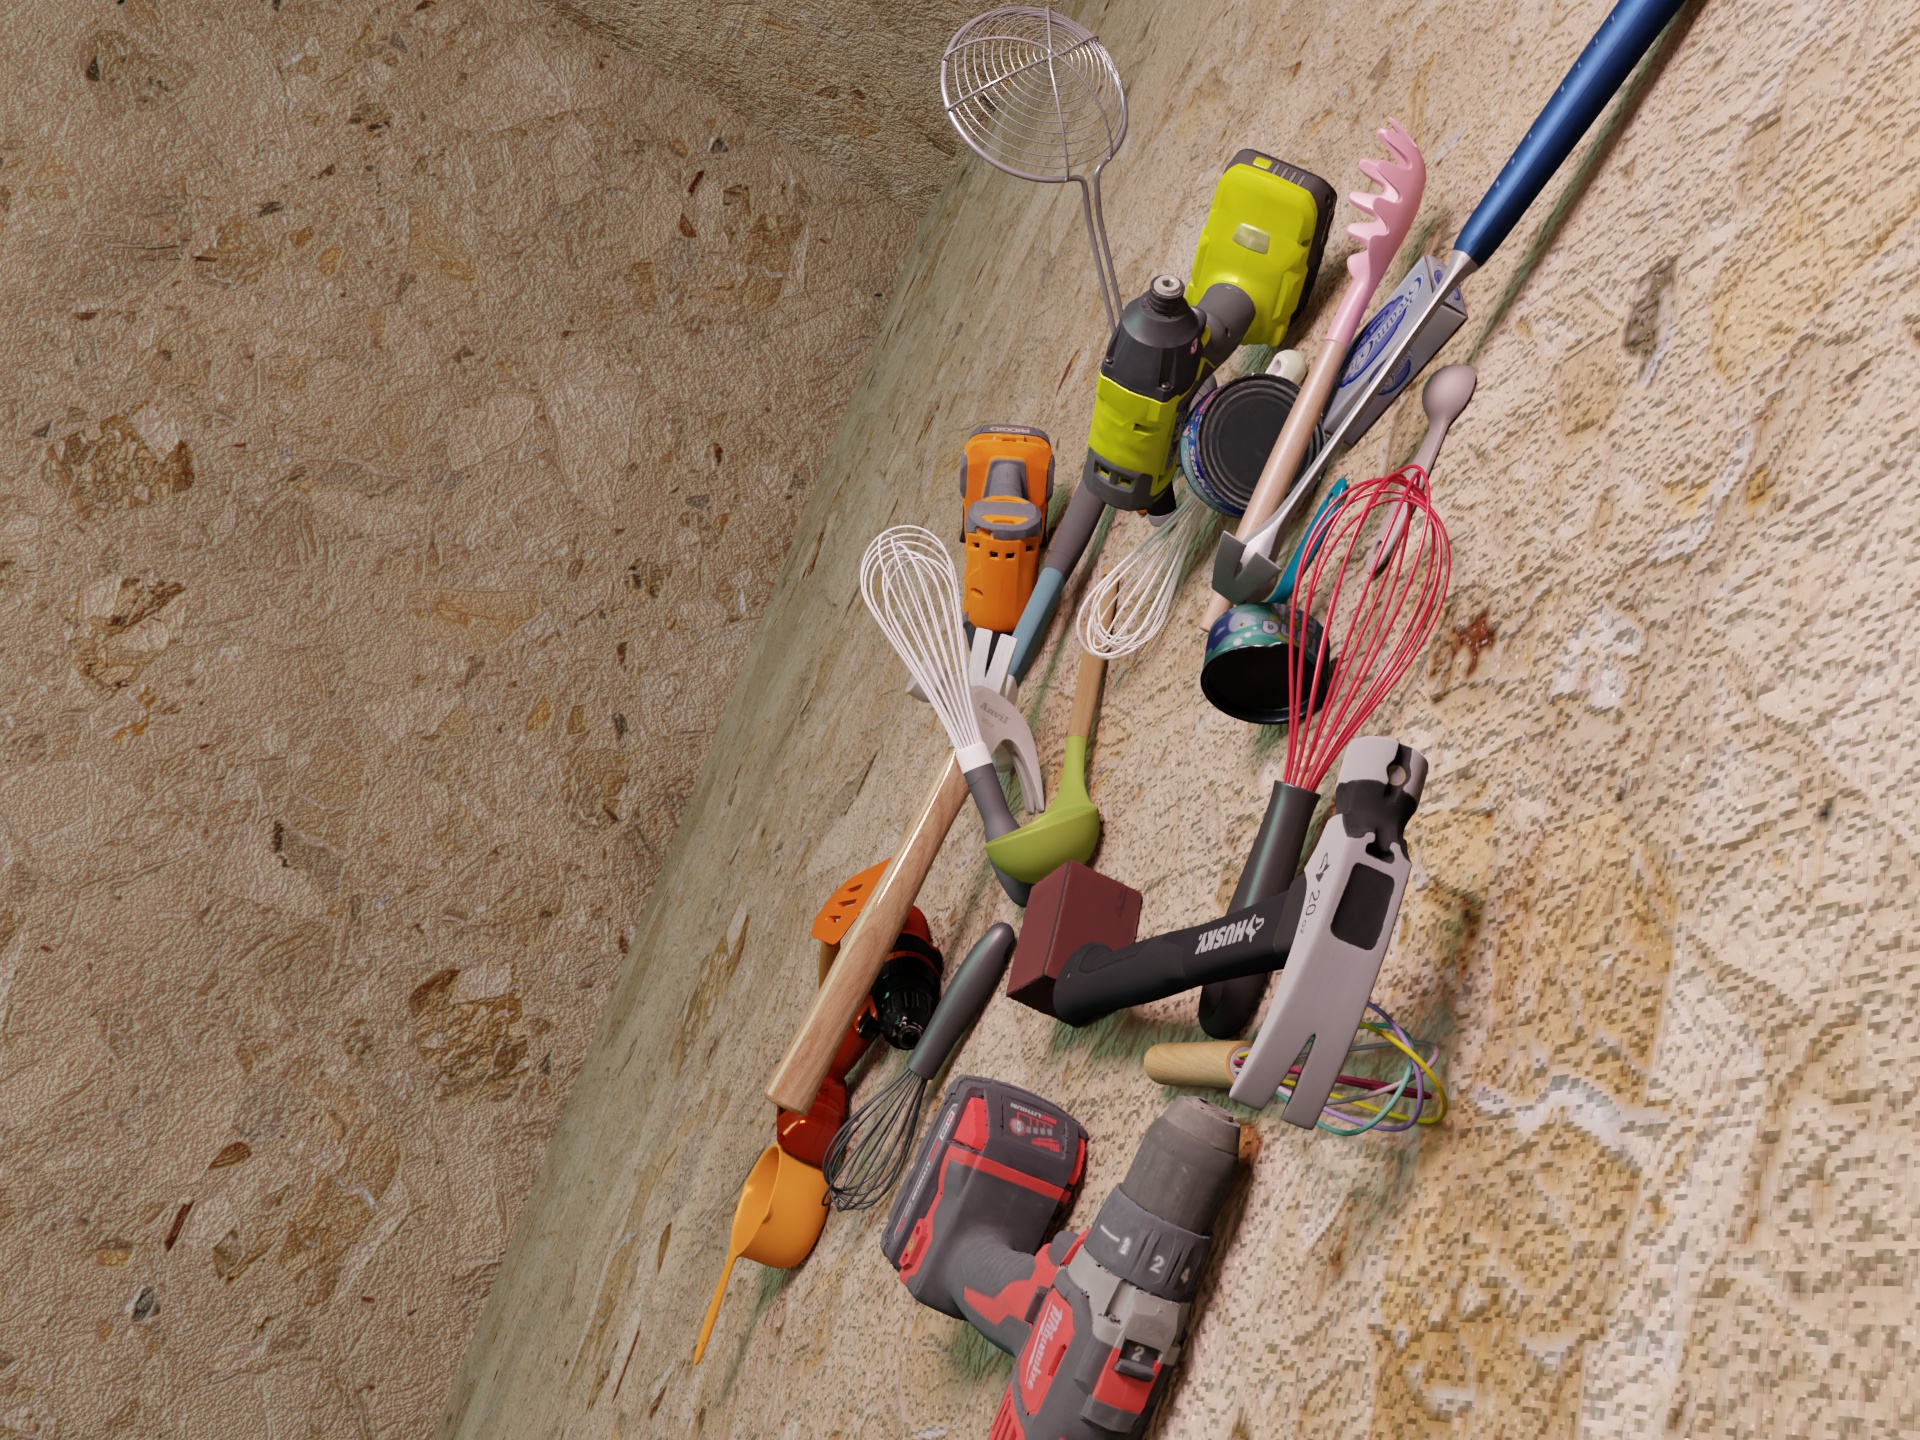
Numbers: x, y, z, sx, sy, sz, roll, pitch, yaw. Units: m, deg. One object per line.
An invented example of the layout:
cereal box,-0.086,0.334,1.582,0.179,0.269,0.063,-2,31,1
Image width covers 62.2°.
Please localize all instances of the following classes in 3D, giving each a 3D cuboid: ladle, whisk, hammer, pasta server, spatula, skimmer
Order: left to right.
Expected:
spatula,-0.100,0.193,1.313,0.081,0.041,0.322,-56,-10,-25
hammer,-0.045,0.127,1.140,0.331,0.130,0.031,-63,13,-13
whisk,-0.029,0.242,1.106,0.239,0.055,0.055,-59,15,5
whisk,-0.003,-0.003,1.112,0.070,0.070,0.285,-35,74,62
hammer,0.080,-0.125,1.279,0.128,0.033,0.331,69,-138,-60
ladle,0.080,-0.012,1.125,0.078,0.062,0.320,-20,36,32
skimmer,0.086,-0.303,1.102,0.127,0.363,0.090,-33,35,-21
hammer,0.105,0.115,0.734,0.334,0.035,0.146,134,158,-69
whisk,0.159,-0.145,1.087,0.246,0.059,0.058,-57,28,12
whisk,0.136,0.155,0.695,0.245,0.047,0.051,145,146,-70
pasta server,0.203,-0.200,0.938,0.060,0.040,0.316,-139,73,-87
whisk,0.170,0.014,0.774,0.073,0.073,0.296,-161,90,-75
hammer,0.255,-0.229,0.819,0.405,0.035,0.144,-56,-8,11

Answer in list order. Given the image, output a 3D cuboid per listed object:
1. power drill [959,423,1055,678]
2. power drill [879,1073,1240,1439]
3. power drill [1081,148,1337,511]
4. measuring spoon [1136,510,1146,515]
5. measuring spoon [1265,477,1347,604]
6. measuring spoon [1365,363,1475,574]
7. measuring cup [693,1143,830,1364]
power drill,0.036,-0.147,1.383,0.227,0.084,0.164,-85,-2,-57
power drill,0.049,0.246,0.775,0.188,0.080,0.227,-65,18,-1
power drill,0.158,-0.262,1.030,0.223,0.080,0.171,-54,-16,-30
measuring spoon,0.162,-0.216,1.252,0.117,0.011,0.021,-66,15,-5
measuring spoon,0.188,-0.089,0.938,0.128,0.021,0.042,-62,15,13
measuring spoon,0.239,-0.136,0.847,0.124,0.018,0.034,-65,15,-3
measuring cup,-0.152,0.419,1.229,0.174,0.052,0.095,-69,15,-9
